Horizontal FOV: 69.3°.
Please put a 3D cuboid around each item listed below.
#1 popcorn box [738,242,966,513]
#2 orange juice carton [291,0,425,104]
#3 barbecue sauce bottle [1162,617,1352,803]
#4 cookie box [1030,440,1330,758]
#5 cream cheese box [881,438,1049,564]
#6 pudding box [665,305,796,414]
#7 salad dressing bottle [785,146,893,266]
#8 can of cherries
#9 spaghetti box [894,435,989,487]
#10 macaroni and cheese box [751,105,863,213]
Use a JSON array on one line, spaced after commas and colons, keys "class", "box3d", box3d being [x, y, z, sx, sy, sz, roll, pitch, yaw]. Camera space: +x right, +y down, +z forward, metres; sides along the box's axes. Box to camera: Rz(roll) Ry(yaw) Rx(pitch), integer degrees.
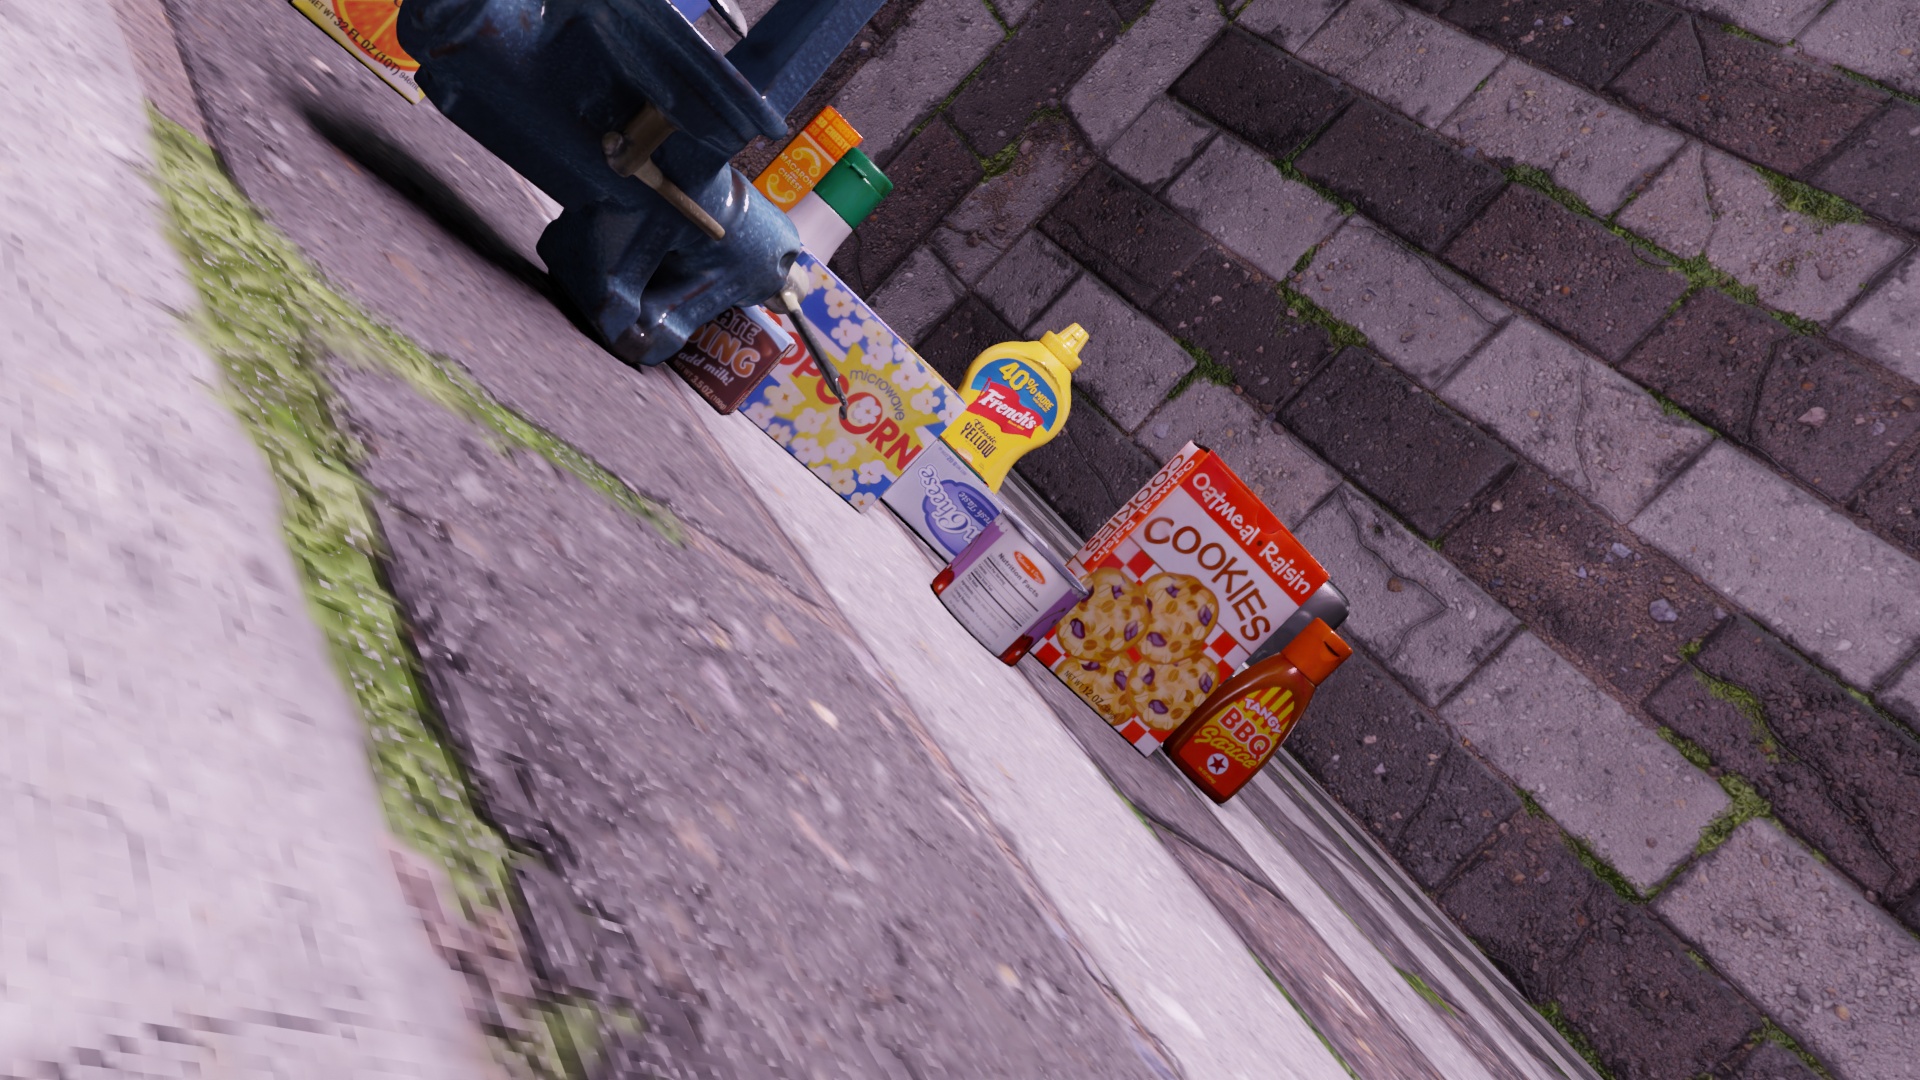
[{"class": "popcorn box", "box3d": [-0.070, -0.086, 0.745, 0.126, 0.085, 0.038, 42, 6, -31]}, {"class": "orange juice carton", "box3d": [-0.234, -0.314, 0.674, 0.071, 0.192, 0.073, 40, 6, -42]}, {"class": "barbecue sauce bottle", "box3d": [0.220, 0.120, 1.012, 0.065, 0.148, 0.044, 44, 5, -7]}, {"class": "cookie box", "box3d": [0.133, 0.038, 0.883, 0.123, 0.167, 0.040, 43, 5, -19]}, {"class": "cream cheese box", "box3d": [0.003, -0.011, 0.896, 0.104, 0.053, 0.024, 44, 5, -6]}, {"class": "pudding box", "box3d": [-0.126, -0.107, 0.670, 0.083, 0.049, 0.030, 44, 5, -6]}, {"class": "salad dressing bottle", "box3d": [-0.105, -0.181, 0.872, 0.064, 0.147, 0.044, 45, 5, 4]}, {"class": "can of cherries", "box3d": [0.027, 0.026, 0.762, 0.071, 0.058, 0.071, 44, 5, -5]}, {"class": "spaghetti box", "box3d": [-0.084, -0.112, 1.028, 0.250, 0.050, 0.029, 44, 5, -4]}, {"class": "macaroni and cheese box", "box3d": [-0.150, -0.267, 1.090, 0.040, 0.166, 0.124, 44, 5, -15]}]
